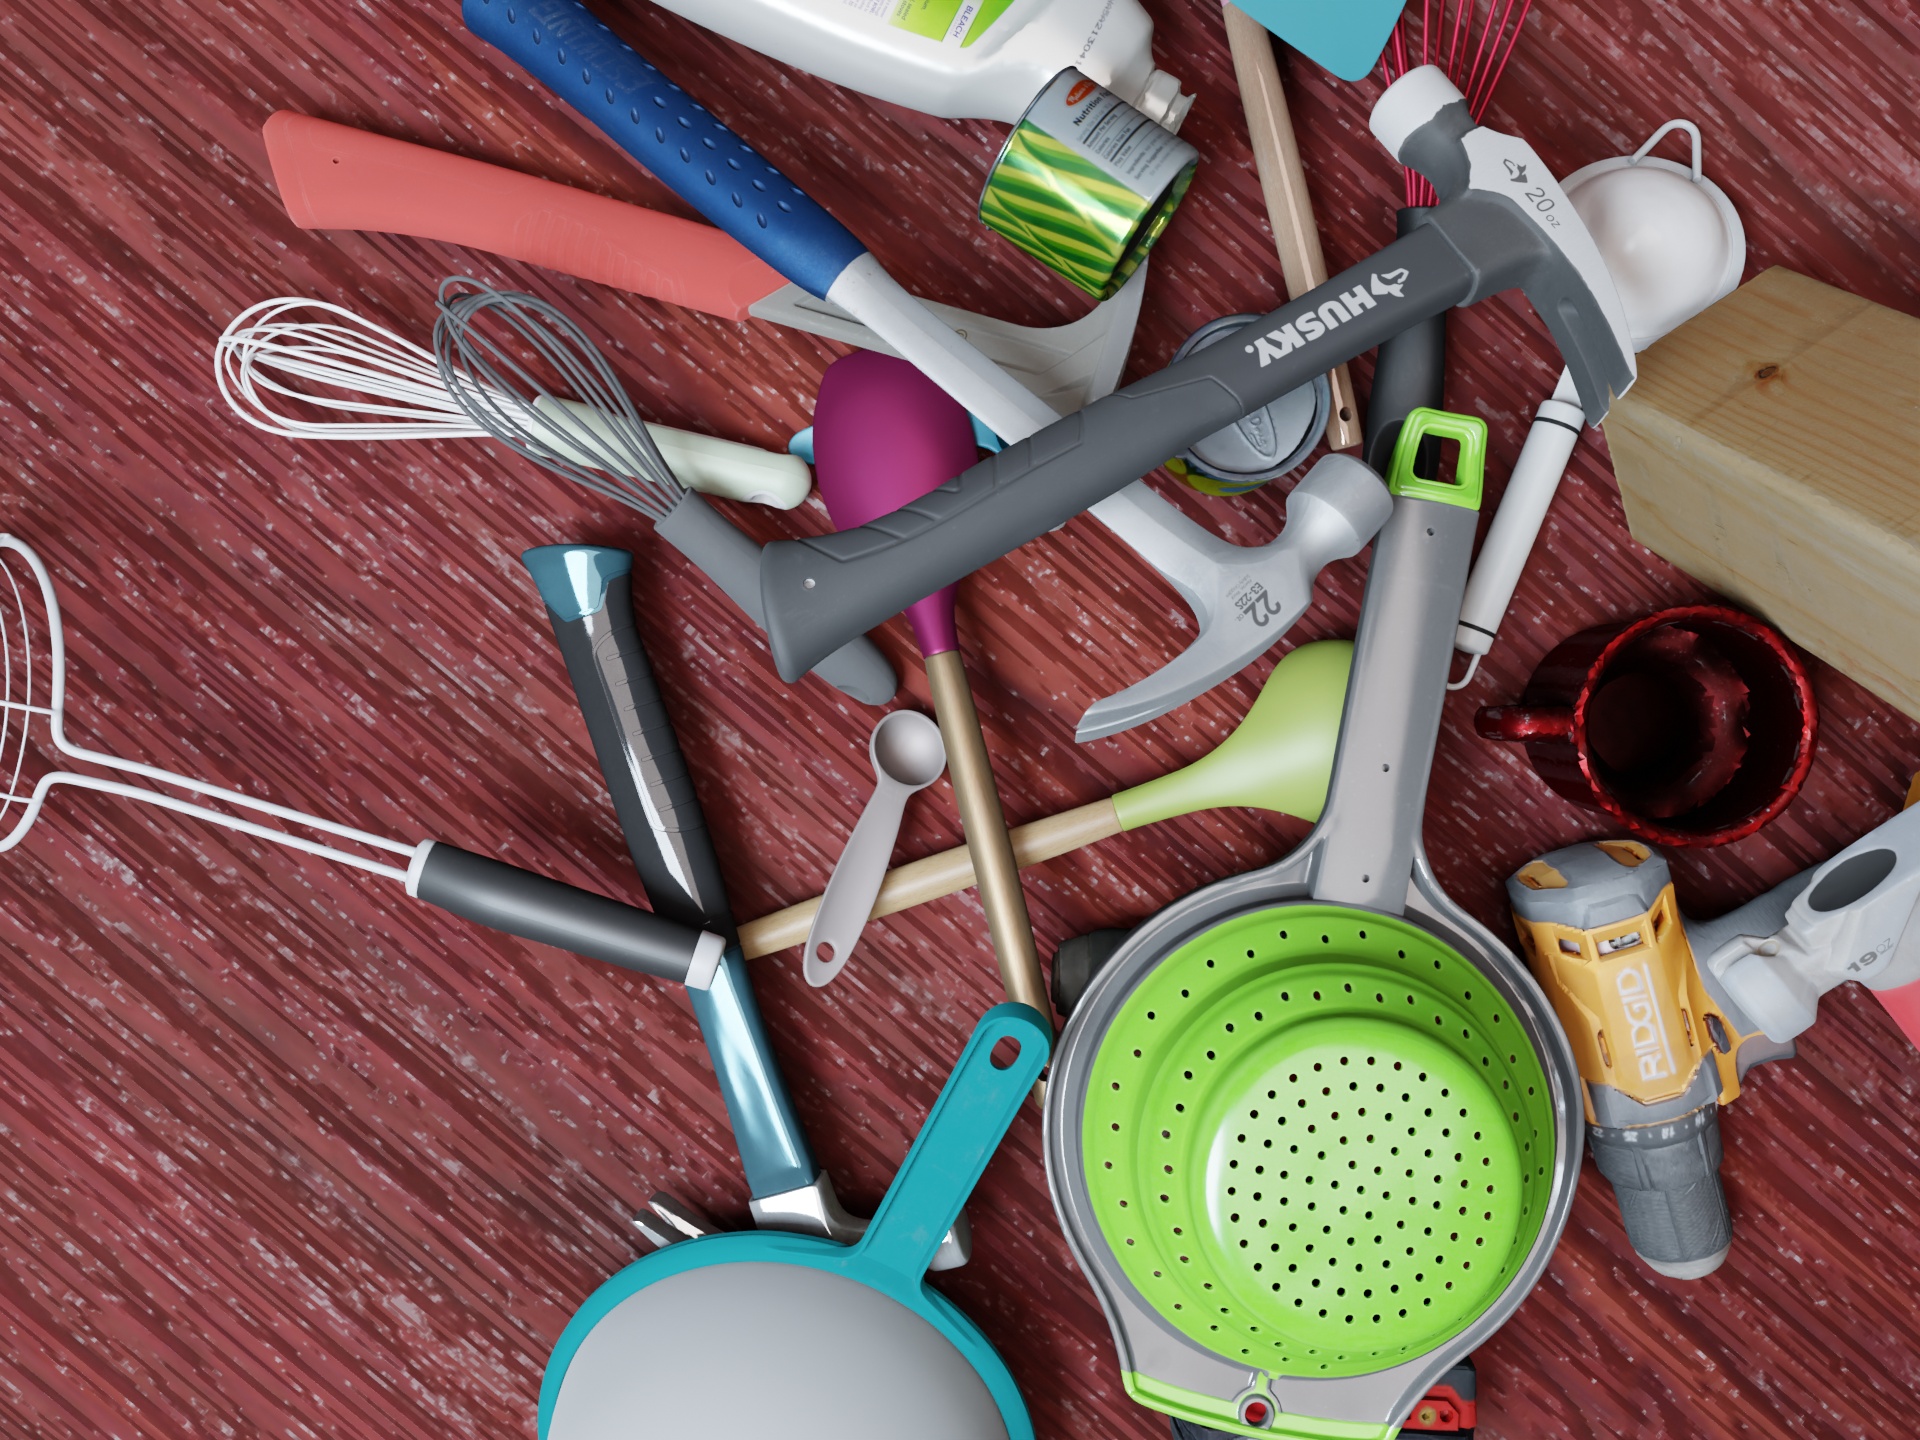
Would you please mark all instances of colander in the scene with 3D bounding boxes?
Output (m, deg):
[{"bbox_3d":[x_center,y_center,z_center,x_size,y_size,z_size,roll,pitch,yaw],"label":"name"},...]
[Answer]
[{"bbox_3d":[0.148,0.075,0.570,0.204,0.094,0.397,11,88,2],"label":"colander"}]

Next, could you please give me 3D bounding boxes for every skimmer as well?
[{"bbox_3d":[-0.265,0.031,0.641,0.363,0.090,0.127,18,103,-2],"label":"skimmer"}]

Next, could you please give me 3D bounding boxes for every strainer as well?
[{"bbox_3d":[-0.050,0.261,0.600,0.211,0.095,0.340,26,109,-1],"label":"strainer"},{"bbox_3d":[0.253,-0.133,0.658,0.087,0.050,0.258,22,95,15],"label":"strainer"}]

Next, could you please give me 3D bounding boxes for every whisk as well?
[{"bbox_3d":[-0.111,-0.085,0.629,0.238,0.055,0.055,42,92,-21],"label":"whisk"},{"bbox_3d":[0.192,-0.227,0.646,0.073,0.073,0.296,4,98,0],"label":"whisk"},{"bbox_3d":[-0.182,-0.125,0.655,0.246,0.058,0.059,12,80,-5],"label":"whisk"}]

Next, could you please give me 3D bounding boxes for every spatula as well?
[{"bbox_3d":[0.029,-0.347,0.631,0.317,0.044,0.082,27,116,14],"label":"spatula"}]

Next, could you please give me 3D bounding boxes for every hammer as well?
[{"bbox_3d":[-0.106,-0.193,0.648,0.359,0.036,0.149,17,74,3],"label":"hammer"},{"bbox_3d":[-0.106,0.082,0.651,0.128,0.033,0.331,-18,92,9],"label":"hammer"},{"bbox_3d":[0.079,-0.104,0.551,0.335,0.035,0.146,-30,75,-12],"label":"hammer"},{"bbox_3d":[0.445,0.173,0.604,0.143,0.038,0.386,-40,110,15],"label":"hammer"},{"bbox_3d":[-0.039,-0.158,0.601,0.405,0.035,0.144,41,76,10],"label":"hammer"}]

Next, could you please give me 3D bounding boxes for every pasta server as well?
[{"bbox_3d":[0.121,-0.266,0.655,0.060,0.040,0.316,-15,94,1],"label":"pasta server"}]

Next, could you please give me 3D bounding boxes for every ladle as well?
[{"bbox_3d":[0.041,0.046,0.668,0.320,0.062,0.078,-20,91,8],"label":"ladle"}]

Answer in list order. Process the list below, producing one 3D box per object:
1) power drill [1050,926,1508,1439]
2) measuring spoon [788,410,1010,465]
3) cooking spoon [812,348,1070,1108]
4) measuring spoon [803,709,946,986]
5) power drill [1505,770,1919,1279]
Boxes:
[{"bbox_3d":[0.127,0.190,0.651,0.188,0.080,0.227,3,89,0],"label":"power drill"},{"bbox_3d":[-0.008,-0.120,0.672,0.128,0.021,0.042,-4,85,9],"label":"measuring spoon"},{"bbox_3d":[-0.001,-0.002,0.643,0.069,0.017,0.319,-15,83,9],"label":"cooking spoon"},{"bbox_3d":[-0.040,0.052,0.653,0.034,0.018,0.124,29,66,-16],"label":"measuring spoon"},{"bbox_3d":[0.353,0.119,0.647,0.226,0.084,0.185,-17,99,5],"label":"power drill"}]
